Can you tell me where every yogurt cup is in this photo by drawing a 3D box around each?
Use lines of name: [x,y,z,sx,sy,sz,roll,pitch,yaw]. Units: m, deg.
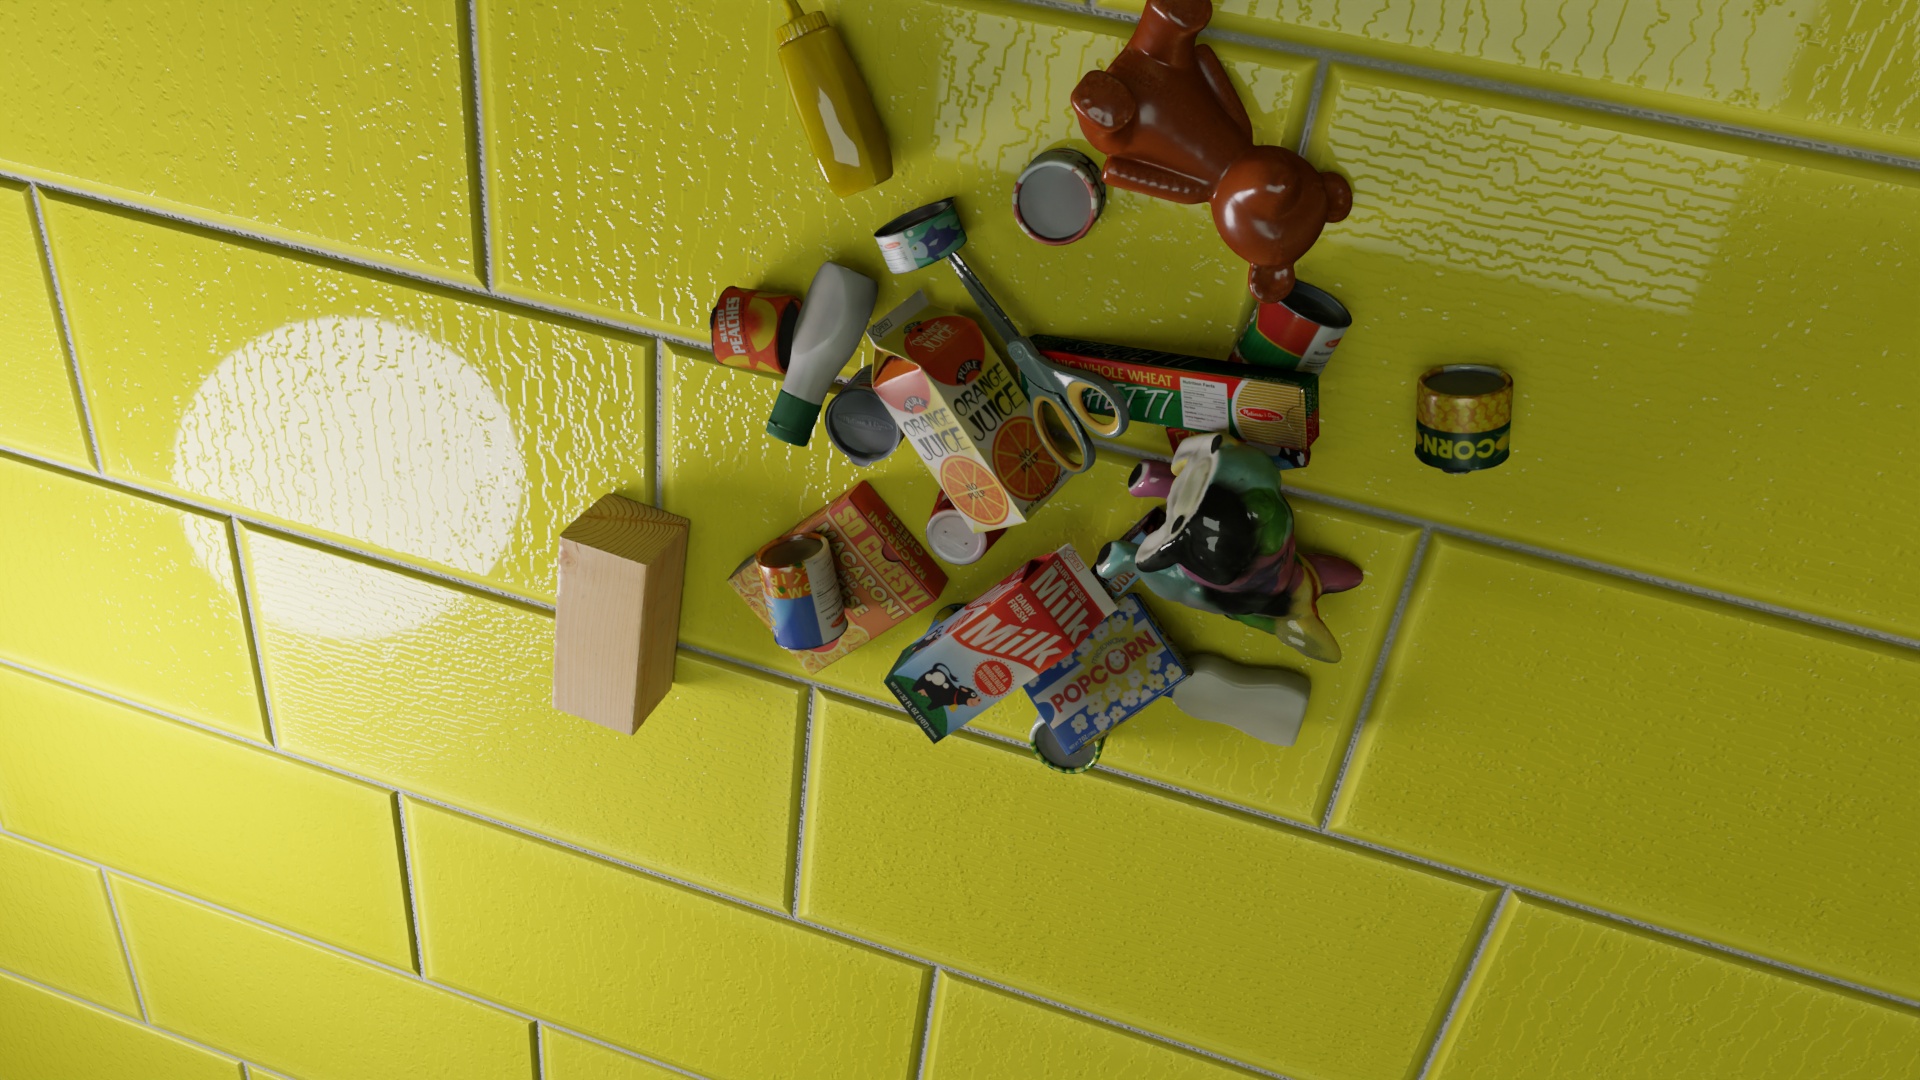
yogurt cup: [0.004,-0.015,1.187,0.072,0.054,0.072,9,122,15]

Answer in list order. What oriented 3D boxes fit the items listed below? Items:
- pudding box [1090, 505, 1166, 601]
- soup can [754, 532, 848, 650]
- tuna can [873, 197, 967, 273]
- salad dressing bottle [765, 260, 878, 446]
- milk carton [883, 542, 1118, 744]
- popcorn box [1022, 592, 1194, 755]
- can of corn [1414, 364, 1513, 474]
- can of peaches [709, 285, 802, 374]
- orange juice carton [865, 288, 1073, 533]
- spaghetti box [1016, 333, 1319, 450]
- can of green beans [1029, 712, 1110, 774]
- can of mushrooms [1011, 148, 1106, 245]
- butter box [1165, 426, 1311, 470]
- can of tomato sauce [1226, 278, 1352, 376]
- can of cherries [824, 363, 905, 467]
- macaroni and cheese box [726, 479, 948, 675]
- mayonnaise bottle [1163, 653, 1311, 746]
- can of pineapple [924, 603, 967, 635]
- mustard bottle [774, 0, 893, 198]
pudding box: [0.142,0.014,1.157,0.030,0.050,0.083,43,124,-2]
soup can: [-0.141,0.044,1.214,0.071,0.072,0.083,-1,117,20]
tuna can: [-0.028,-0.234,1.066,0.071,0.071,0.032,-13,115,25]
salad dressing bottle: [-0.114,-0.149,1.121,0.064,0.044,0.147,32,103,45]
milk carton: [0.035,0.081,1.162,0.190,0.074,0.072,-35,97,17]
popcorn box: [0.123,0.114,1.188,0.126,0.038,0.085,-37,74,13]
can of corn: [0.364,-0.089,1.007,0.071,0.071,0.058,2,119,18]
can of peaches: [-0.167,-0.173,1.144,0.058,0.071,0.071,11,122,12]
orange juice carton: [0.000,-0.105,1.110,0.073,0.072,0.192,-14,115,54]
spaghetti box: [0.149,-0.115,1.042,0.250,0.029,0.050,15,125,36]
can of green beans: [0.101,0.169,1.257,0.071,0.058,0.071,9,121,14]
can of mushrooms: [0.074,-0.253,1.036,0.071,0.034,0.070,8,121,14]
butter box: [0.218,-0.078,1.093,0.103,0.024,0.053,-8,116,23]
can of tomato sauce: [0.237,-0.143,1.025,0.071,0.071,0.082,26,125,3]
can of cherries: [-0.073,-0.105,1.159,0.071,0.059,0.071,8,121,14]
macaroni and cheese box: [-0.113,0.037,1.266,0.166,0.040,0.123,-32,105,31]
mayonnaise bottle: [0.224,0.129,1.202,0.148,0.041,0.064,16,122,12]
can of pineapple: [-0.002,0.098,1.252,0.071,0.058,0.070,9,121,15]
mustard bottle: [-0.101,-0.338,1.033,0.049,0.065,0.160,-17,106,21]
